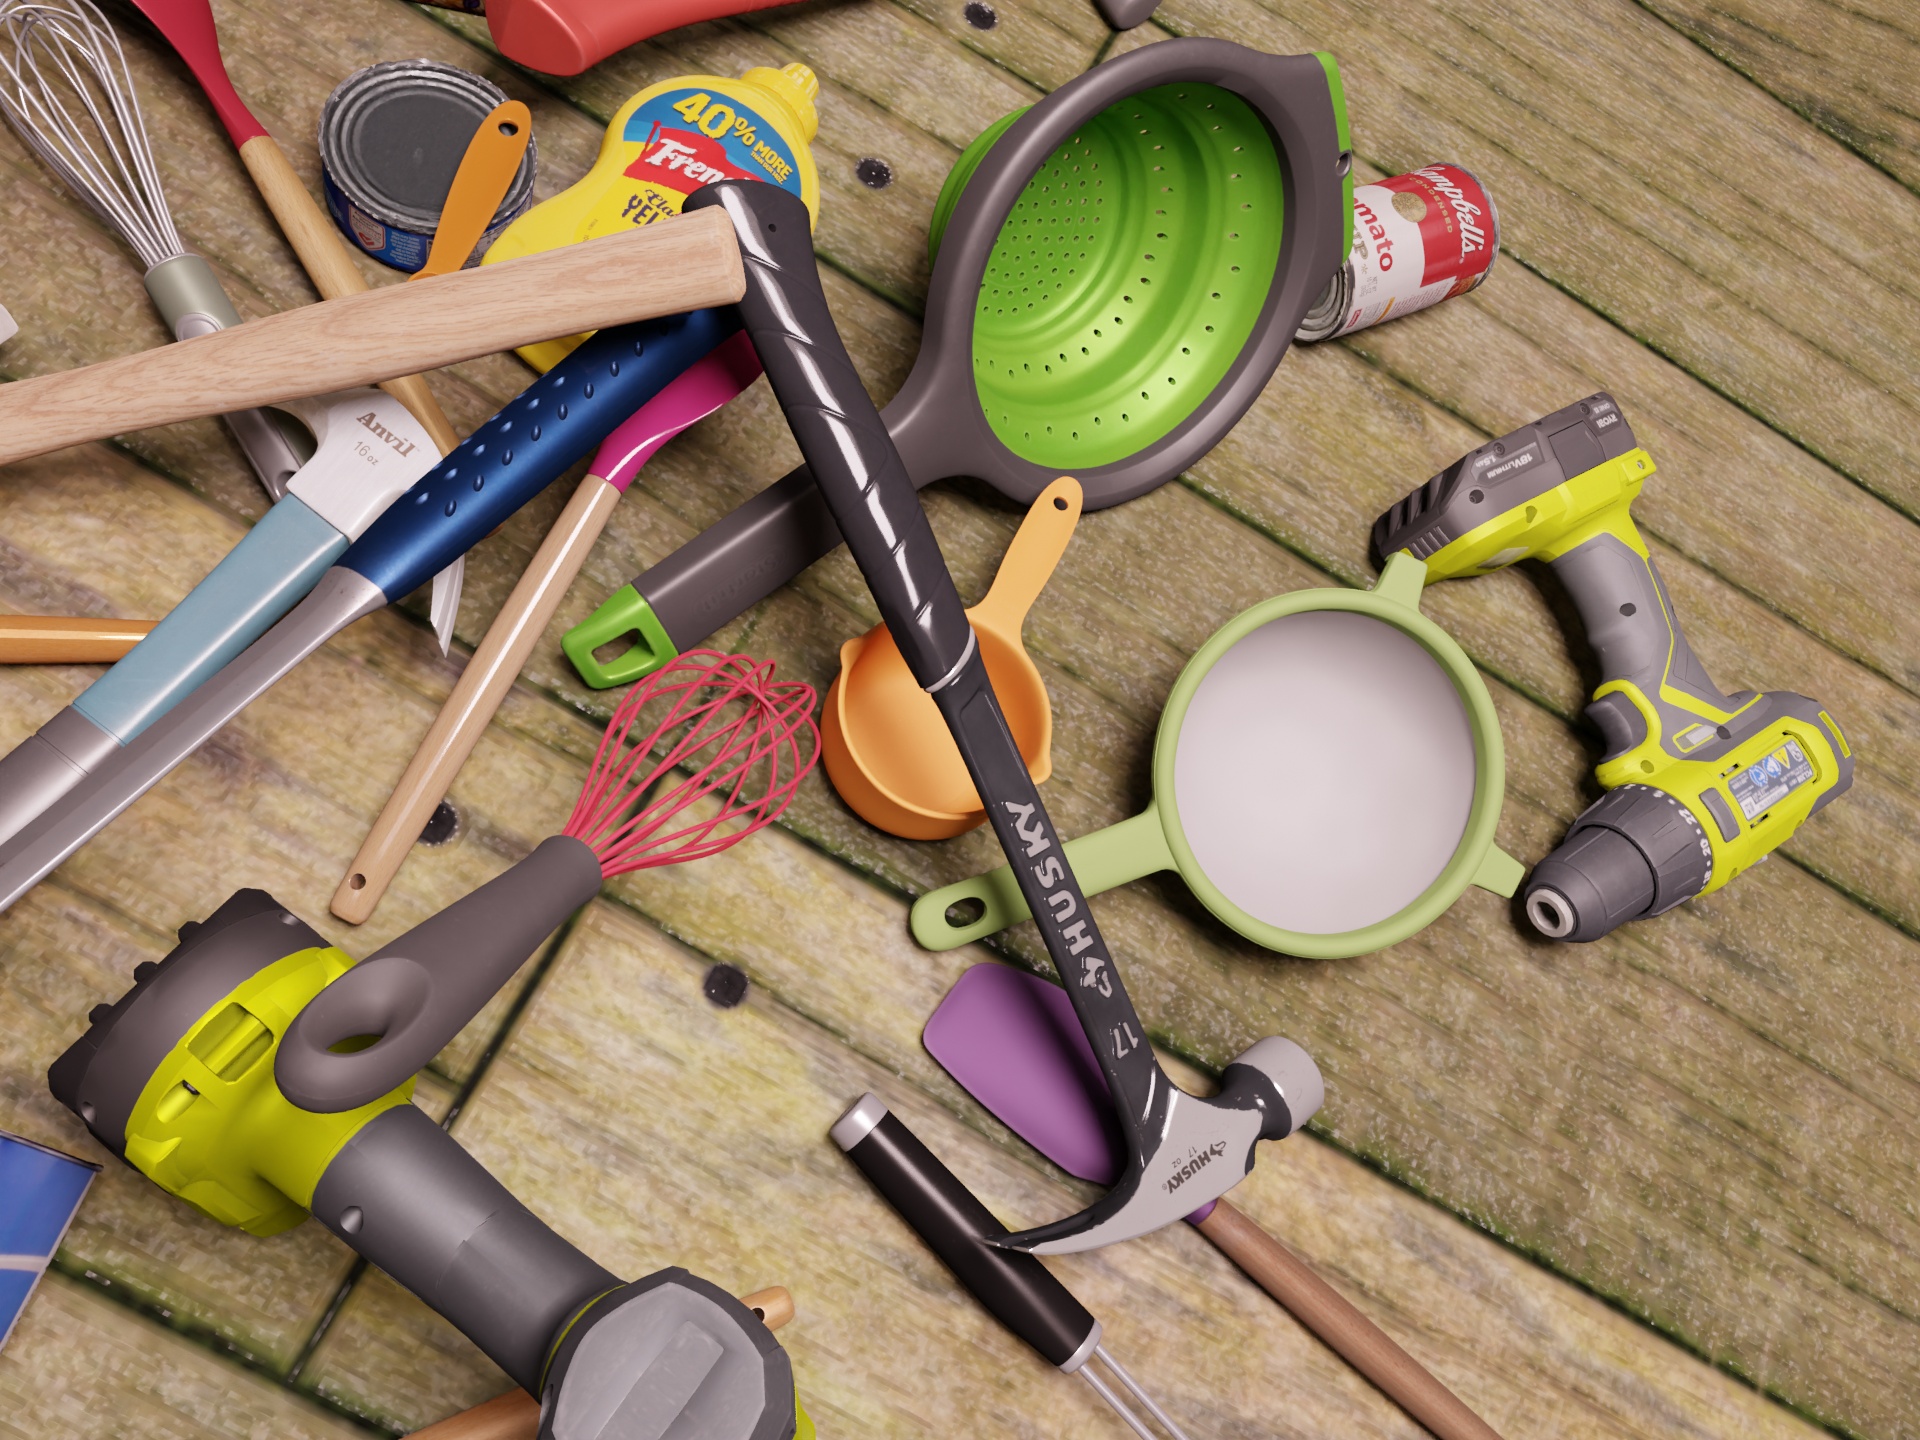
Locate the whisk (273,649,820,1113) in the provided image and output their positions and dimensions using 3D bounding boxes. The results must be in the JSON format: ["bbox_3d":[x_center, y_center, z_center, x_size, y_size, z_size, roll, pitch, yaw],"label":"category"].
[{"bbox_3d":[-0.117,0.040,0.510,0.073,0.073,0.296,42,25,-1],"label":"whisk"}]

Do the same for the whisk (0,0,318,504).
[{"bbox_3d":[-0.306,-0.179,0.611,0.058,0.059,0.246,-33,87,15],"label":"whisk"}]

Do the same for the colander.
[{"bbox_3d":[-0.011,-0.154,0.675,0.397,0.204,0.095,-36,50,-11],"label":"colander"}]

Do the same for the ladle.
[{"bbox_3d":[-0.270,-0.207,0.636,0.031,0.069,0.315,-33,88,17],"label":"ladle"}]

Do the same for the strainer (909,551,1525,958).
[{"bbox_3d":[0.097,0.039,0.667,0.256,0.069,0.151,-20,94,-7],"label":"strainer"}]

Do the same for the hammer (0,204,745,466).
[{"bbox_3d":[-0.236,-0.122,0.535,0.331,0.031,0.130,-13,59,2],"label":"hammer"}]

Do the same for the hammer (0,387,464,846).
[{"bbox_3d":[-0.296,0.013,0.528,0.128,0.033,0.331,37,70,2],"label":"hammer"}]

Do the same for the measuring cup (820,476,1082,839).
[{"bbox_3d":[0.005,-0.028,0.659,0.095,0.052,0.174,32,62,-6],"label":"measuring cup"}]

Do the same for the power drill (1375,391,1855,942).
[{"bbox_3d":[0.295,-0.022,0.744,0.190,0.080,0.228,-25,83,-26],"label":"power drill"}]

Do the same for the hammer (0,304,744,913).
[{"bbox_3d":[-0.203,-0.038,0.502,0.144,0.035,0.406,21,54,29],"label":"hammer"}]

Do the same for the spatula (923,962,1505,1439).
[{"bbox_3d":[0.117,0.208,0.627,0.316,0.018,0.060,41,62,0],"label":"spatula"}]

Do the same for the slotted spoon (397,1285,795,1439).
[{"bbox_3d":[-0.198,0.244,0.500,0.313,0.031,0.070,-15,75,-25],"label":"slotted spoon"}]

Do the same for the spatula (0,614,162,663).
[{"bbox_3d":[-0.418,-0.025,0.527,0.322,0.041,0.081,0,70,-24],"label":"spatula"}]

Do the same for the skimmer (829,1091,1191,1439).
[{"bbox_3d":[0.102,0.256,0.563,0.363,0.090,0.127,45,40,3],"label":"skimmer"}]

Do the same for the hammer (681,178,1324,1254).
[{"bbox_3d":[-0.001,-0.002,0.575,0.149,0.036,0.409,-28,95,-33],"label":"hammer"}]

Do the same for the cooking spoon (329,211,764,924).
[{"bbox_3d":[-0.148,-0.068,0.600,0.069,0.017,0.319,27,77,0],"label":"cooking spoon"}]

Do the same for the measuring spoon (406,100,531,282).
[{"bbox_3d":[-0.196,-0.206,0.641,0.021,0.011,0.117,18,62,-11],"label":"measuring spoon"}]

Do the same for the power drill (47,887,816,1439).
[{"bbox_3d":[-0.142,0.159,0.467,0.223,0.171,0.080,33,63,16],"label":"power drill"}]

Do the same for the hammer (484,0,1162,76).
[{"bbox_3d":[-0.061,-0.366,0.745,0.359,0.036,0.149,-29,82,-34],"label":"hammer"}]
